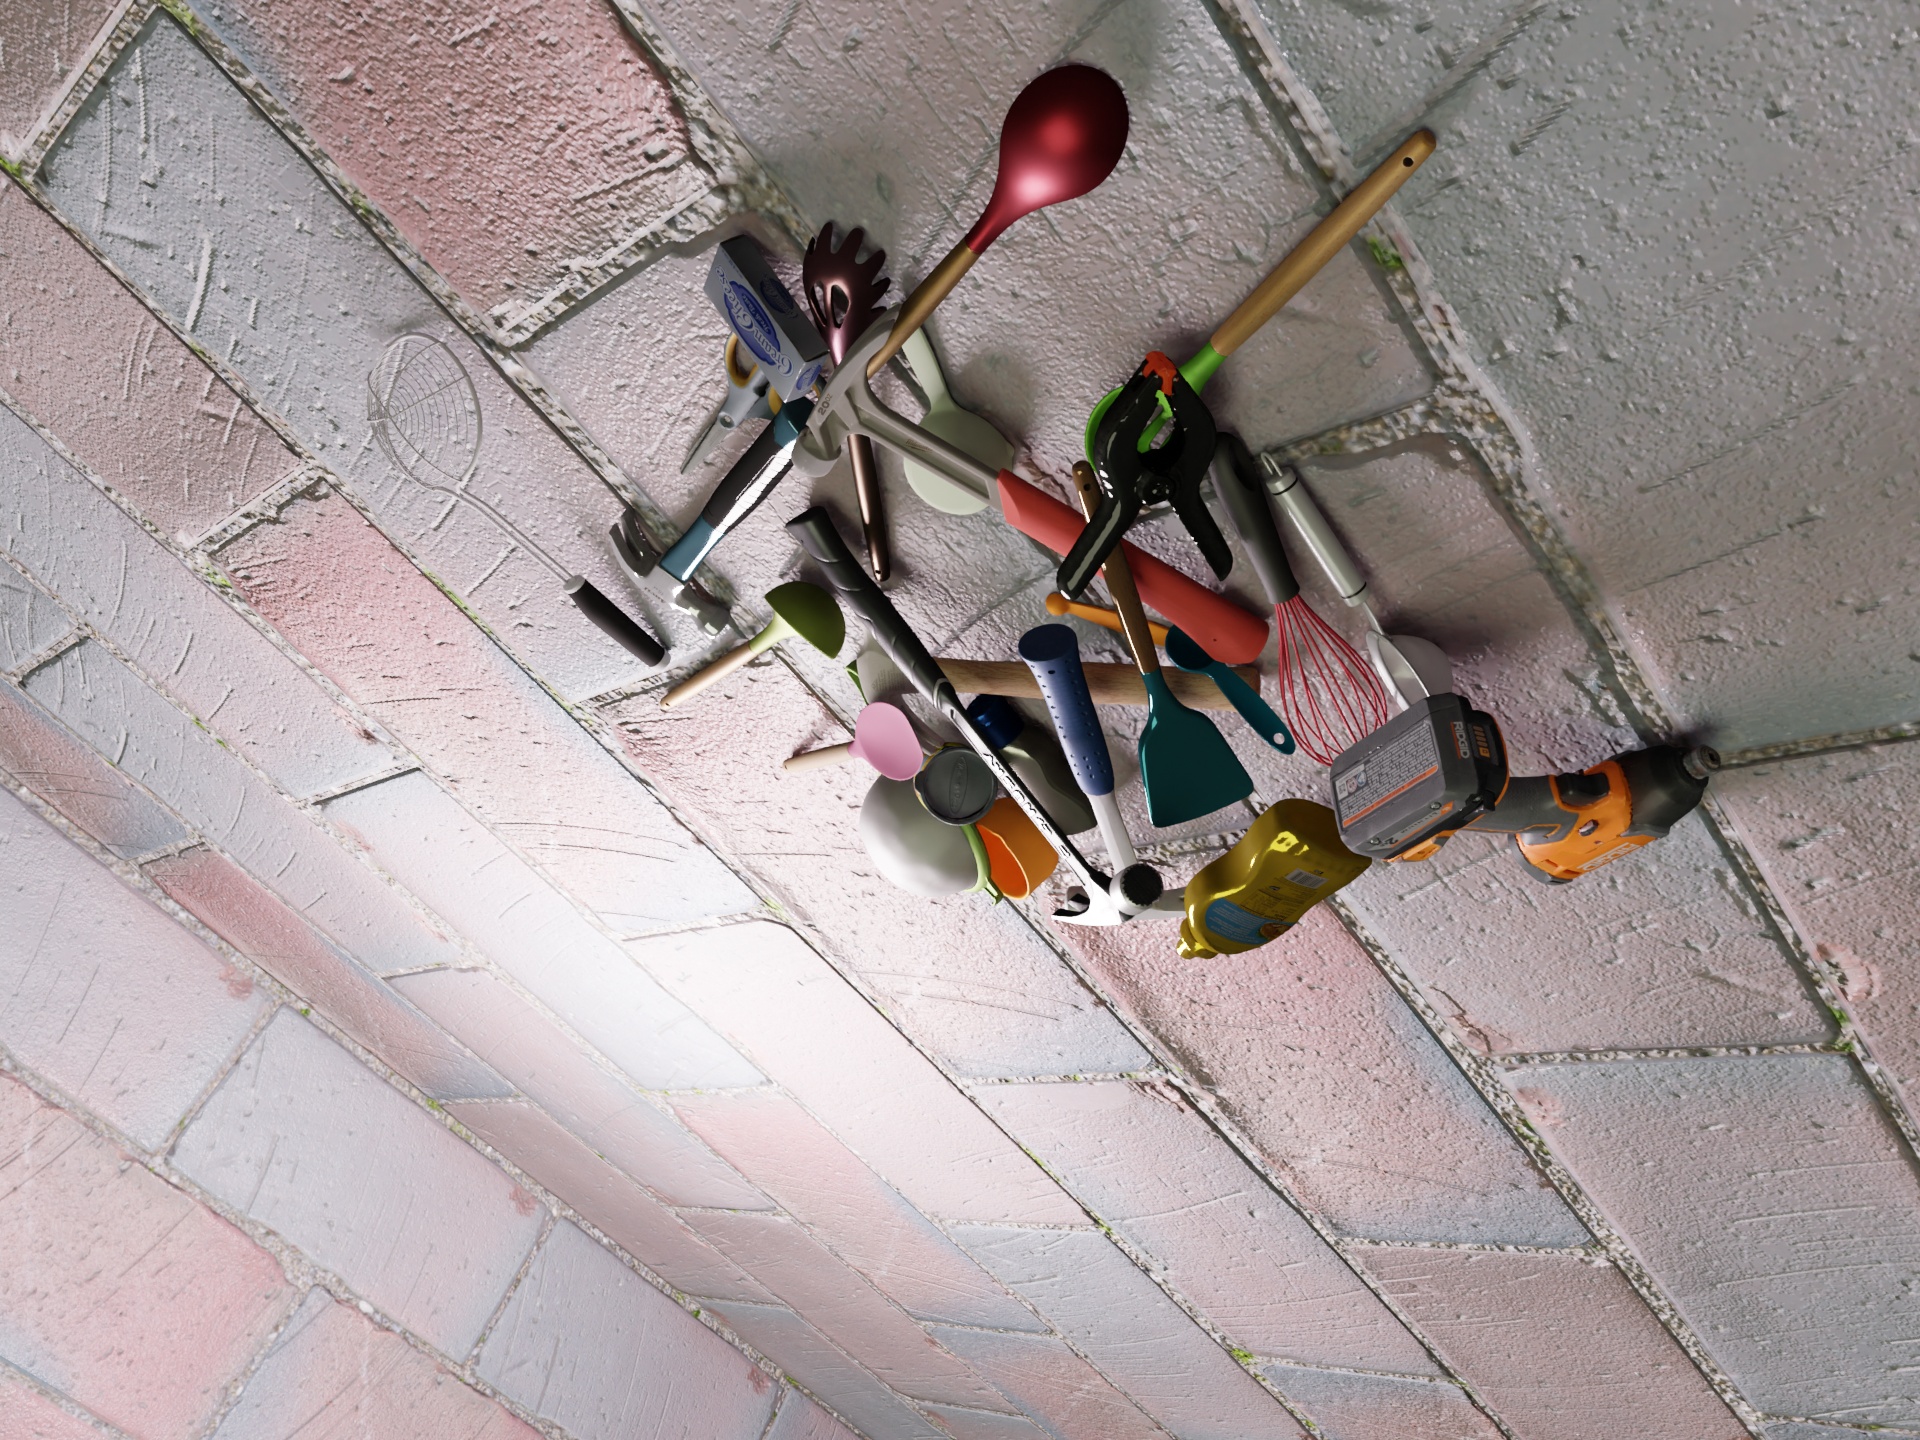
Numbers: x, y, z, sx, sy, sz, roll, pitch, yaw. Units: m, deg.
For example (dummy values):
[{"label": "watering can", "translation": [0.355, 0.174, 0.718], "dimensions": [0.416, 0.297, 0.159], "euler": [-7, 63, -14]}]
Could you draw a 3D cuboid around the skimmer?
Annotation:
[{"label": "skimmer", "translation": [-0.369, -0.179, 1.389], "dimensions": [0.127, 0.090, 0.362], "euler": [-9, 140, 36]}]

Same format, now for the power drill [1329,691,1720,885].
[{"label": "power drill", "translation": [0.384, 0.046, 1.070], "dimensions": [0.226, 0.084, 0.164], "euler": [10, 149, -25]}]

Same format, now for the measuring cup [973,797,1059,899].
[{"label": "measuring cup", "translation": [0.019, 0.085, 1.448], "dimensions": [0.174, 0.052, 0.095], "euler": [44, 154, 20]}]

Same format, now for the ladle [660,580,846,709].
[{"label": "ladle", "translation": [-0.200, -0.050, 1.414], "dimensions": [0.078, 0.062, 0.320], "euler": [42, 145, -18]}]

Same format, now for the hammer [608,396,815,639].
[{"label": "hammer", "translation": [-0.186, -0.165, 1.262], "dimensions": [0.128, 0.033, 0.331], "euler": [37, 148, -14]}]

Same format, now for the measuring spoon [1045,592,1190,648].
[{"label": "measuring spoon", "translation": [0.118, -0.072, 1.212], "dimensions": [0.117, 0.011, 0.021], "euler": [19, 143, 13]}]

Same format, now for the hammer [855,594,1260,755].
[{"label": "hammer", "translation": [0.071, -0.029, 1.256], "dimensions": [0.331, 0.031, 0.130], "euler": [4, 114, 24]}]

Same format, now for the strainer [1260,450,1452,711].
[{"label": "strainer", "translation": [0.274, -0.081, 1.077], "dimensions": [0.258, 0.050, 0.087], "euler": [51, -178, -20]}]

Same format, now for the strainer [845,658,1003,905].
[{"label": "strainer", "translation": [-0.064, 0.067, 1.423], "dimensions": [0.152, 0.069, 0.256], "euler": [19, 139, 53]}]

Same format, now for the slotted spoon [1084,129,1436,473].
[{"label": "slotted spoon", "translation": [0.174, -0.240, 0.960], "dimensions": [0.070, 0.031, 0.313], "euler": [35, 142, -10]}]

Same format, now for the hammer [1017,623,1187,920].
[{"label": "hammer", "translation": [0.119, 0.058, 1.276], "dimensions": [0.144, 0.035, 0.405], "euler": [-3, 145, 16]}]

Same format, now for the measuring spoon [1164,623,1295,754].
[{"label": "measuring spoon", "translation": [0.199, -0.022, 1.174], "dimensions": [0.129, 0.042, 0.021], "euler": [48, 167, 8]}]

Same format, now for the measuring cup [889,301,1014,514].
[{"label": "measuring cup", "translation": [-0.020, -0.212, 1.109], "dimensions": [0.083, 0.038, 0.167], "euler": [3, 139, 31]}]

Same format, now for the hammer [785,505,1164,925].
[{"label": "hammer", "translation": [-0.002, -0.004, 1.239], "dimensions": [0.409, 0.036, 0.149], "euler": [52, 157, 4]}]

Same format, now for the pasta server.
[{"label": "pasta server", "translation": [-0.071, -0.215, 1.155], "dimensions": [0.060, 0.040, 0.316], "euler": [16, 146, 17]}]

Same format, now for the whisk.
[{"label": "whisk", "translation": [0.230, -0.073, 1.101], "dimensions": [0.073, 0.073, 0.295], "euler": [-6, 127, 38]}]

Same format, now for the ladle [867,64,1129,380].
[{"label": "ladle", "translation": [-0.006, -0.283, 0.996], "dimensions": [0.069, 0.031, 0.315], "euler": [36, 139, -16]}]

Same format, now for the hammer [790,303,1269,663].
[{"label": "hammer", "translation": [0.066, -0.143, 1.096], "dimensions": [0.359, 0.037, 0.149], "euler": [28, 140, -15]}]

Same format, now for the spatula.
[{"label": "spatula", "translation": [0.131, -0.051, 1.119], "dimensions": [0.082, 0.044, 0.317], "euler": [-21, 131, 6]}]

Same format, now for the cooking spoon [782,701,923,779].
[{"label": "cooking spoon", "translation": [-0.101, 0.027, 1.397], "dimensions": [0.319, 0.017, 0.069], "euler": [-14, 102, 64]}]
